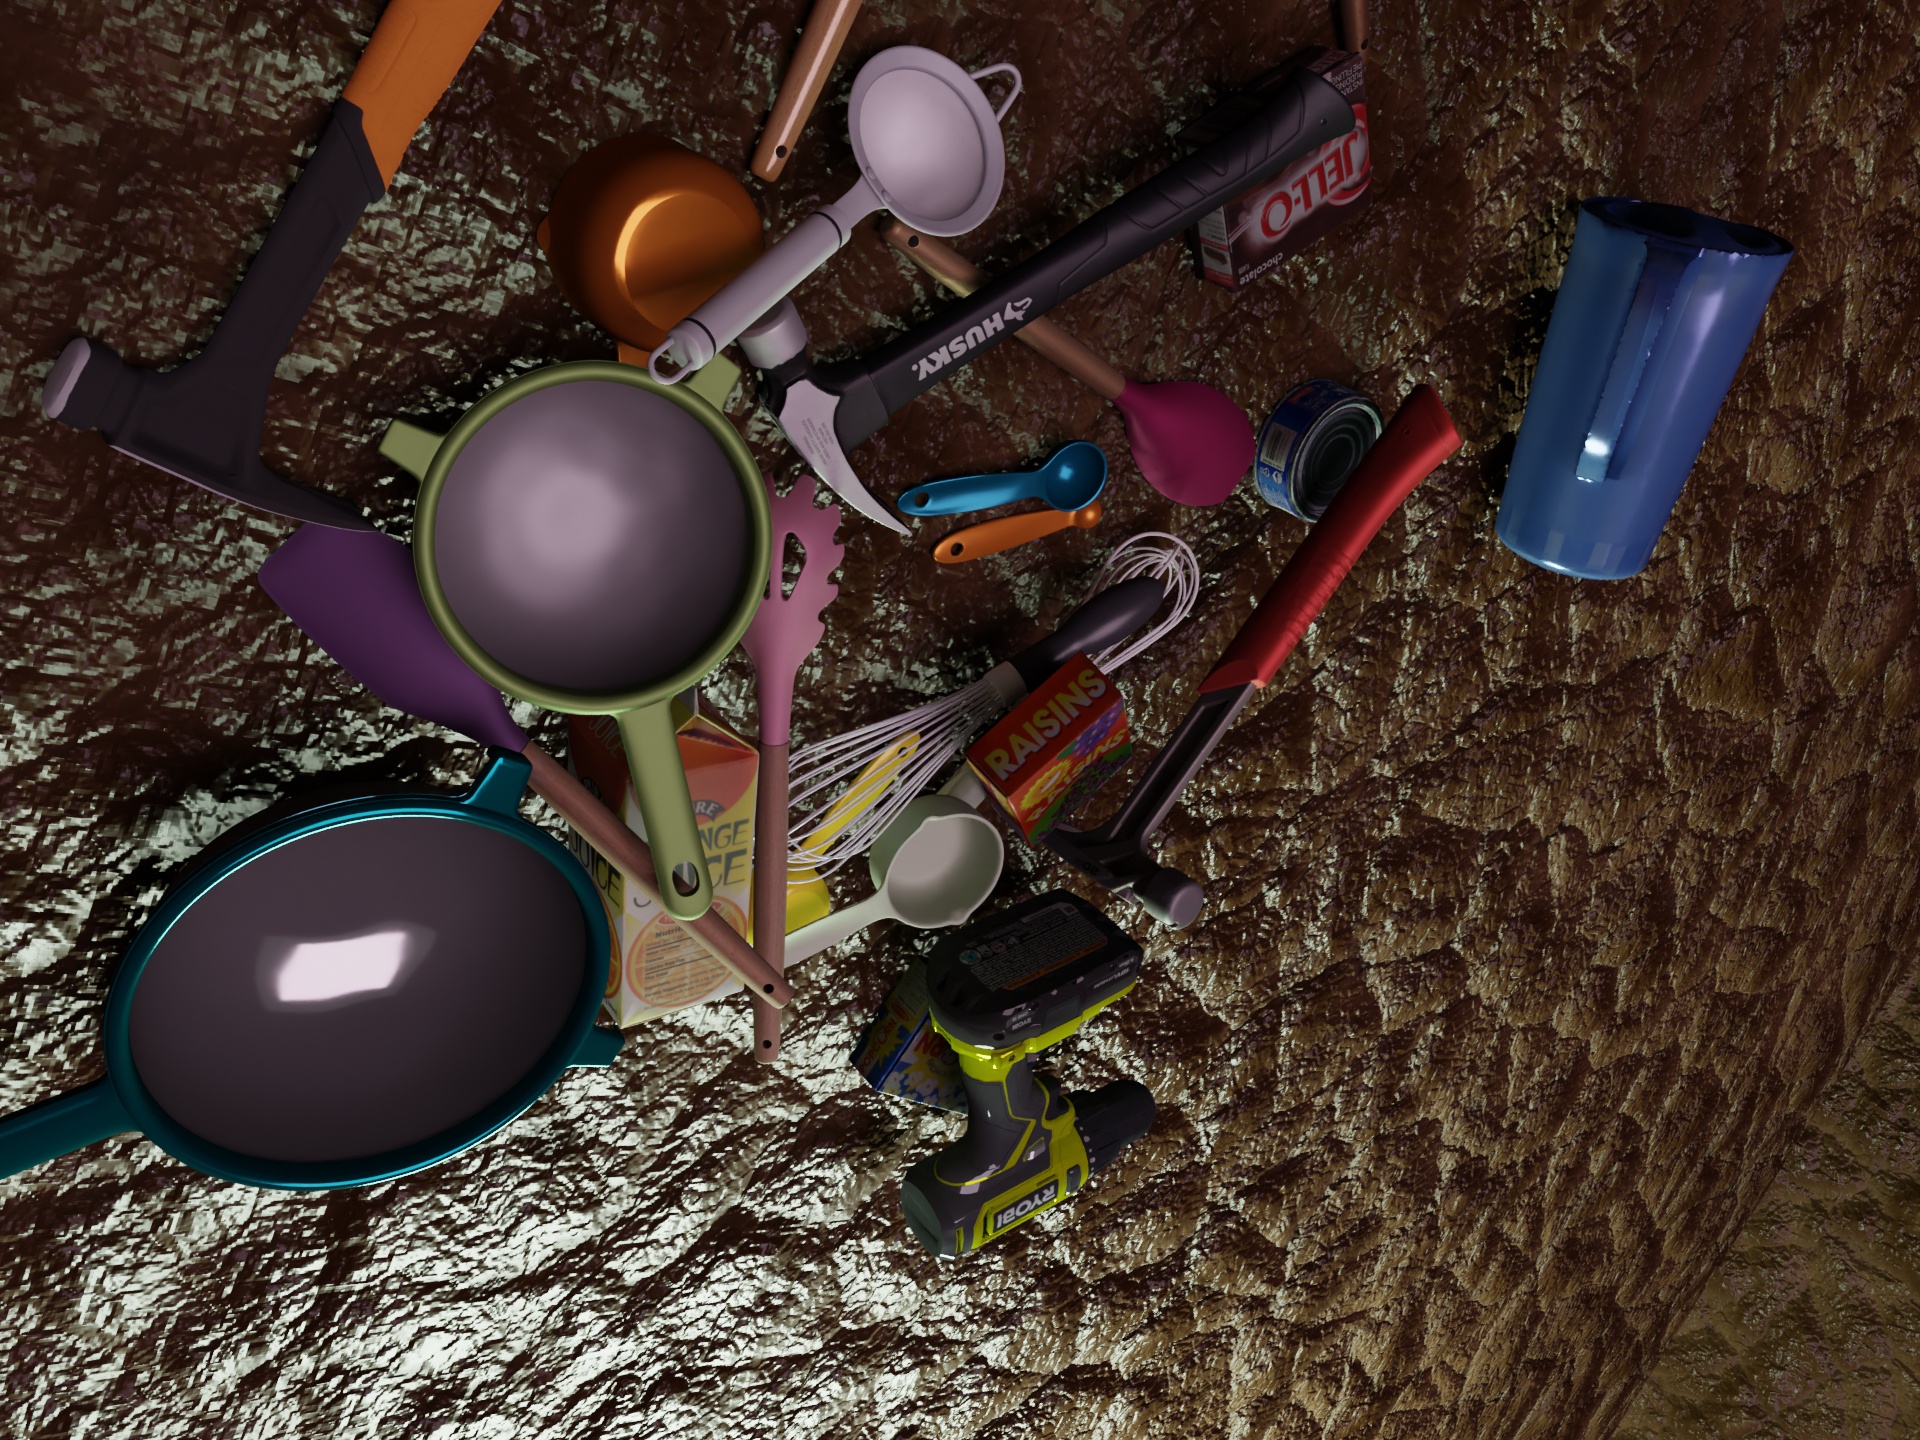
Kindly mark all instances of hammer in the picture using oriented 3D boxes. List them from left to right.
[{"bbox_3d":[-0.211,-0.235,0.609,0.127,0.034,0.337,26,99,-44],"label":"hammer"},{"bbox_3d":[0.056,-0.223,0.794,0.335,0.035,0.146,-33,136,-6],"label":"hammer"},{"bbox_3d":[0.179,-0.053,0.966,0.359,0.149,0.036,-54,137,-2],"label":"hammer"}]

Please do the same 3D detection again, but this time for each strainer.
[{"bbox_3d":[-0.331,0.126,0.706,0.340,0.095,0.210,-22,129,-18],"label":"strainer"},{"bbox_3d":[-0.154,-0.034,0.713,0.151,0.069,0.256,-18,113,-19],"label":"strainer"},{"bbox_3d":[-0.055,-0.219,0.694,0.086,0.050,0.258,53,53,-20],"label":"strainer"}]

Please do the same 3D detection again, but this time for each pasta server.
[{"bbox_3d":[-0.096,0.033,0.818,0.060,0.040,0.316,4,109,0],"label":"pasta server"}]

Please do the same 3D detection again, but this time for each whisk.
[{"bbox_3d":[-0.002,-0.004,0.889,0.284,0.070,0.070,-33,133,-12],"label":"whisk"},{"bbox_3d":[0.052,-0.015,0.956,0.059,0.058,0.246,42,90,-11],"label":"whisk"}]

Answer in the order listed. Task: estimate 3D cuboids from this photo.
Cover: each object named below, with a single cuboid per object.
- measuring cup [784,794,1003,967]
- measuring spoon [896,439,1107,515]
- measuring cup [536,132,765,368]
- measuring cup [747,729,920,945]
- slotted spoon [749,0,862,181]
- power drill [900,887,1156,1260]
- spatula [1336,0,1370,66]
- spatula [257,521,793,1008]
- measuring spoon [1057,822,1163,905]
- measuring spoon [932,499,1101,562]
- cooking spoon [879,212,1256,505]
[{"bbox_3d":[-0.056,0.098,0.913,0.167,0.038,0.083,-26,126,-13],"label":"measuring cup"},{"bbox_3d":[0.021,-0.132,0.877,0.128,0.021,0.042,-12,125,-22],"label":"measuring spoon"},{"bbox_3d":[-0.133,-0.165,0.701,0.095,0.052,0.173,-10,120,-34],"label":"measuring cup"},{"bbox_3d":[-0.070,0.071,0.916,0.156,0.029,0.062,-49,135,0],"label":"measuring cup"},{"bbox_3d":[-0.021,-0.380,0.676,0.070,0.031,0.313,14,109,-43],"label":"slotted spoon"},{"bbox_3d":[0.054,0.226,1.027,0.190,0.080,0.228,-20,129,-29],"label":"power drill"},{"bbox_3d":[0.175,-0.471,0.778,0.082,0.044,0.317,-38,138,-14],"label":"spatula"},{"bbox_3d":[-0.183,0.029,0.730,0.060,0.018,0.315,-41,112,1],"label":"spatula"},{"bbox_3d":[0.094,0.092,1.076,0.124,0.018,0.034,31,95,-38],"label":"measuring spoon"},{"bbox_3d":[0.035,-0.106,0.902,0.117,0.011,0.021,-18,126,-29],"label":"measuring spoon"},{"bbox_3d":[0.069,-0.193,0.870,0.318,0.017,0.068,23,105,-44],"label":"cooking spoon"}]
